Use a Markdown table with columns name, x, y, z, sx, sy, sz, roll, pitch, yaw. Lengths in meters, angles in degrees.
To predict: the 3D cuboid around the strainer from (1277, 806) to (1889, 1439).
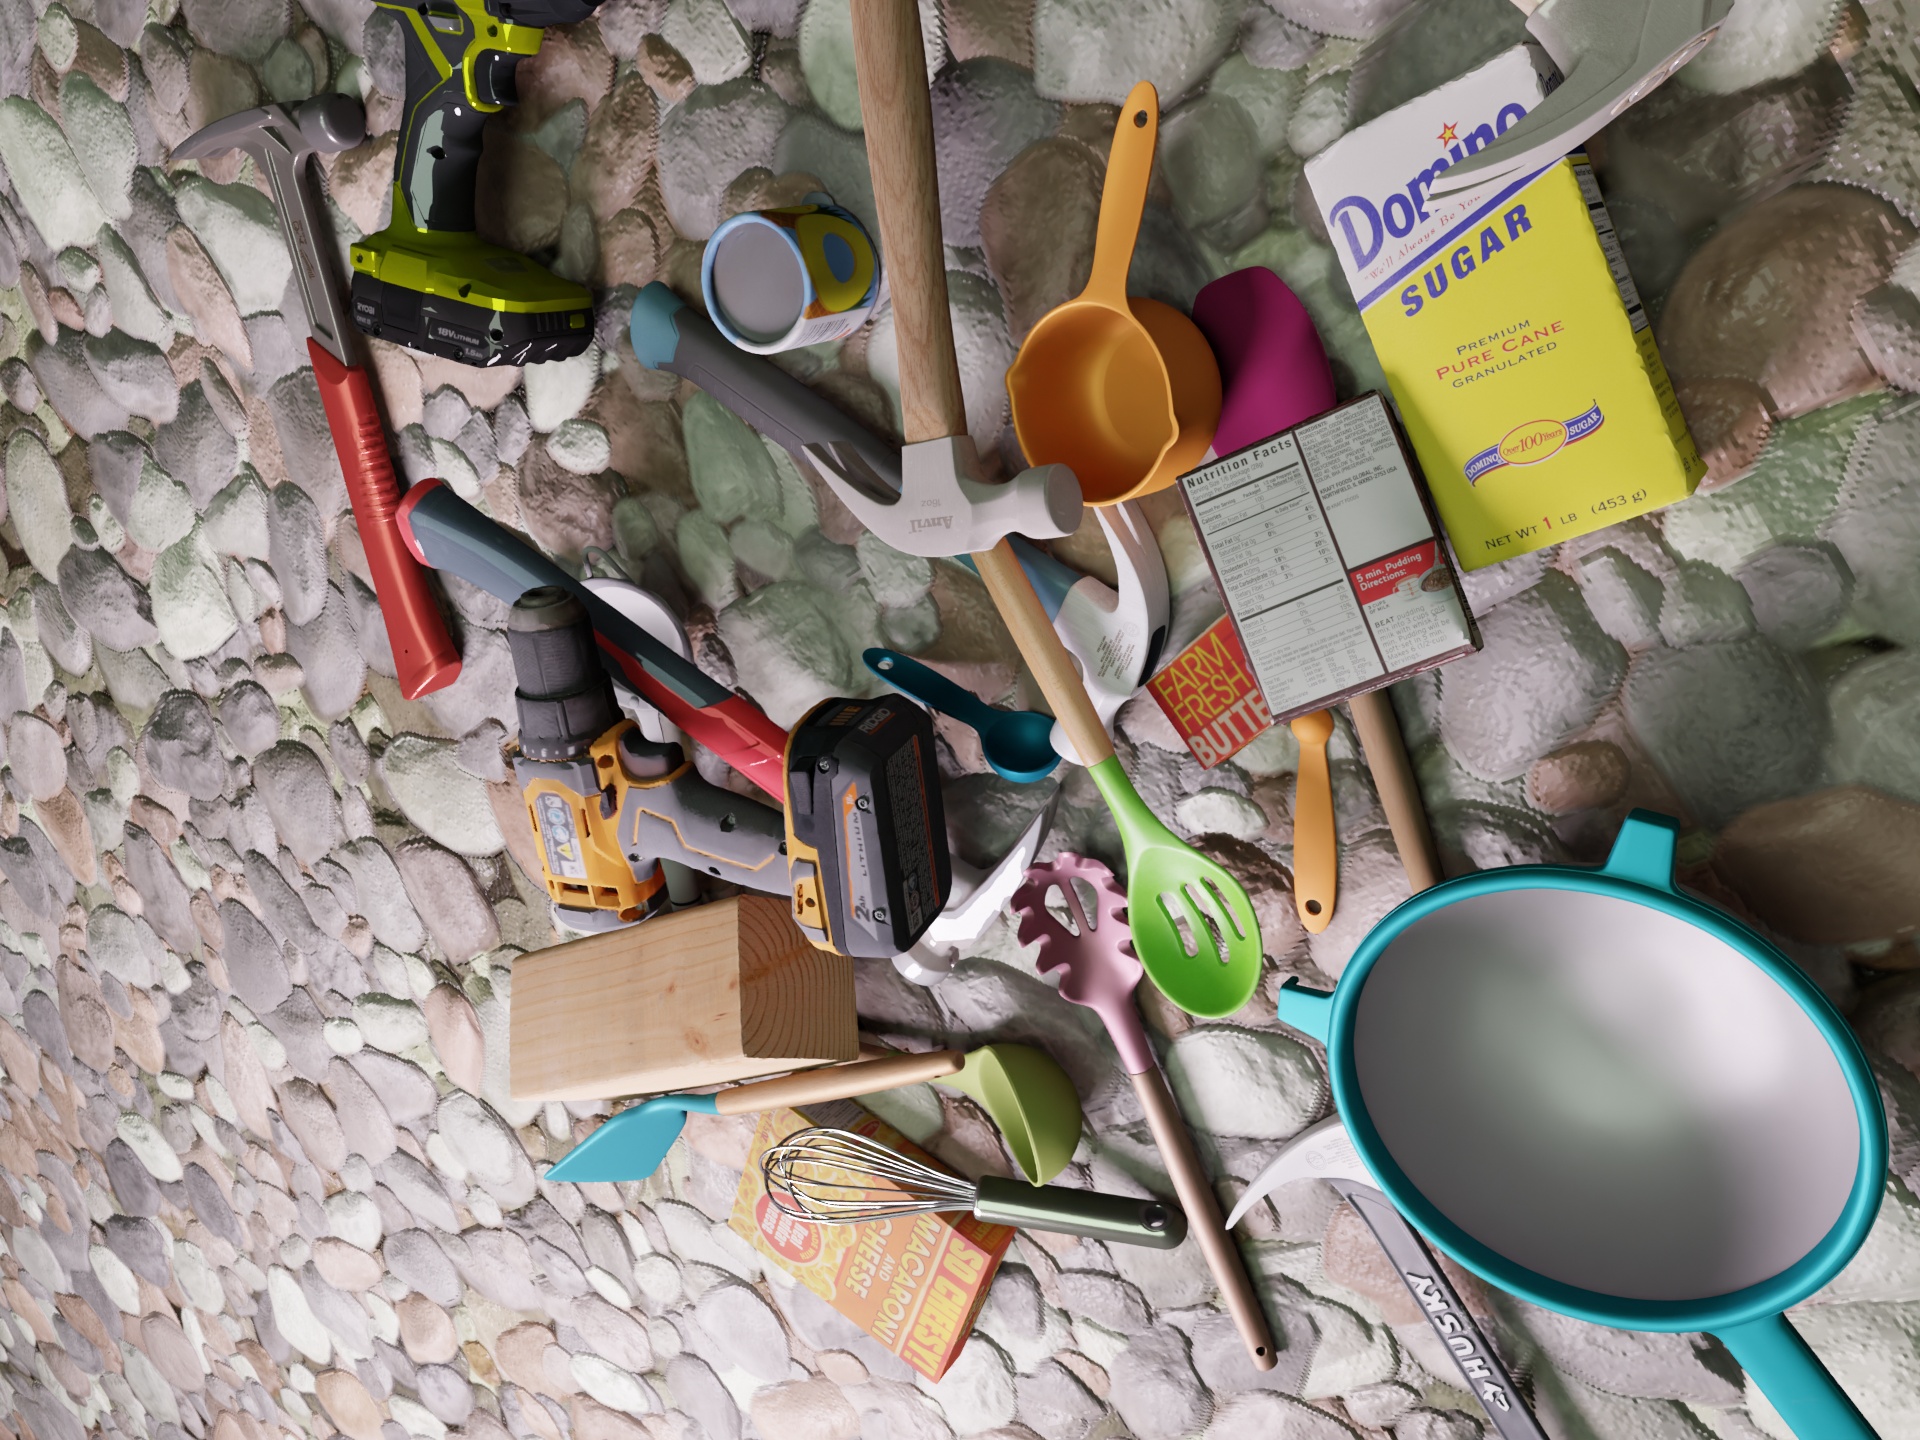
| name | x | y | z | sx | sy | sz | roll | pitch | yaw |
| --- | --- | --- | --- | --- | --- | --- | --- | --- | --- |
| strainer | 0.307 | 0.189 | 0.662 | 0.211 | 0.095 | 0.340 | -38 | 89 | 40 |

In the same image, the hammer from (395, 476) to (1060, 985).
| name | x | y | z | sx | sy | sz | roll | pitch | yaw |
| --- | --- | --- | --- | --- | --- | --- | --- | --- | --- |
| hammer | -0.131 | -0.017 | 0.846 | 0.386 | 0.038 | 0.143 | 36 | 124 | 1 |

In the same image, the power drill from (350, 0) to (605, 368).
| name | x | y | z | sx | sy | sz | roll | pitch | yaw |
| --- | --- | --- | --- | --- | --- | --- | --- | --- | --- |
| power drill | -0.247 | -0.305 | 0.824 | 0.171 | 0.080 | 0.223 | 20 | 116 | 25 |

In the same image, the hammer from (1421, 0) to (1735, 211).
| name | x | y | z | sx | sy | sz | roll | pitch | yaw |
| --- | --- | --- | --- | --- | --- | --- | --- | --- | --- |
| hammer | 0.105 | -0.373 | 0.564 | 0.146 | 0.038 | 0.411 | -38 | 82 | 5 |

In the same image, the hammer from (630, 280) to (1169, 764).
| name | x | y | z | sx | sy | sz | roll | pitch | yaw |
| --- | --- | --- | --- | --- | --- | --- | --- | --- | --- |
| hammer | -0.038 | -0.119 | 0.792 | 0.331 | 0.033 | 0.128 | 36 | 125 | 15 |

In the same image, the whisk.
| name | x | y | z | sx | sy | sz | roll | pitch | yaw |
| --- | --- | --- | --- | --- | --- | --- | --- | --- | --- |
| whisk | 0.004 | 0.266 | 0.888 | 0.246 | 0.058 | 0.059 | 5 | 134 | 13 |

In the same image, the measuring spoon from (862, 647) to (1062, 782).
| name | x | y | z | sx | sy | sz | roll | pitch | yaw |
| --- | --- | --- | --- | --- | --- | --- | --- | --- | --- |
| measuring spoon | -0.001 | -0.003 | 0.821 | 0.129 | 0.042 | 0.021 | 30 | 145 | 28 |

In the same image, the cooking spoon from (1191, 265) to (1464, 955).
| name | x | y | z | sx | sy | sz | roll | pitch | yaw |
| --- | --- | --- | --- | --- | --- | --- | --- | --- | --- |
| cooking spoon | 0.169 | -0.042 | 0.700 | 0.069 | 0.017 | 0.319 | -11 | 103 | 45 |

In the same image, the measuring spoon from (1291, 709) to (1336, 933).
| name | x | y | z | sx | sy | sz | roll | pitch | yaw |
| --- | --- | --- | --- | --- | --- | --- | --- | --- | --- |
| measuring spoon | 0.164 | 0.049 | 0.744 | 0.021 | 0.011 | 0.116 | 7 | 112 | 30 |

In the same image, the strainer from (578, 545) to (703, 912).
| name | x | y | z | sx | sy | sz | roll | pitch | yaw |
| --- | --- | --- | --- | --- | --- | --- | --- | --- | --- |
| strainer | -0.178 | 0.014 | 0.930 | 0.087 | 0.050 | 0.258 | 4 | 115 | 22 |

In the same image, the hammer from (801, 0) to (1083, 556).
| name | x | y | z | sx | sy | sz | roll | pitch | yaw |
| --- | --- | --- | --- | --- | --- | --- | --- | --- | --- |
| hammer | -0.026 | -0.237 | 0.698 | 0.130 | 0.031 | 0.331 | -4 | 95 | 37 |

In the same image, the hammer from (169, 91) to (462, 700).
| name | x | y | z | sx | sy | sz | roll | pitch | yaw |
| --- | --- | --- | --- | --- | --- | --- | --- | --- | --- |
| hammer | -0.381 | -0.188 | 0.980 | 0.149 | 0.037 | 0.359 | 0 | 109 | 33 |

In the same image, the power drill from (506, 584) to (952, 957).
| name | x | y | z | sx | sy | sz | roll | pitch | yaw |
| --- | --- | --- | --- | --- | --- | --- | --- | --- | --- |
| power drill | -0.127 | 0.024 | 0.800 | 0.226 | 0.084 | 0.185 | 4 | 115 | 25 |

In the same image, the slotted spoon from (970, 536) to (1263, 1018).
| name | x | y | z | sx | sy | sz | roll | pitch | yaw |
| --- | --- | --- | --- | --- | --- | --- | --- | --- | --- |
| slotted spoon | 0.055 | -0.005 | 0.743 | 0.070 | 0.031 | 0.314 | -27 | 92 | 39 |

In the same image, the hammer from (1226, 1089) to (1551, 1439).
| name | x | y | z | sx | sy | sz | roll | pitch | yaw |
| --- | --- | --- | --- | --- | --- | --- | --- | --- | --- |
| hammer | 0.283 | 0.371 | 0.787 | 0.149 | 0.036 | 0.409 | -31 | 91 | 38 |

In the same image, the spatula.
| name | x | y | z | sx | sy | sz | roll | pitch | yaw |
| --- | --- | --- | --- | --- | --- | --- | --- | --- | --- |
| spatula | -0.118 | 0.231 | 0.927 | 0.317 | 0.082 | 0.044 | -20 | 65 | 37 |

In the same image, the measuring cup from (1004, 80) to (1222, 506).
| name | x | y | z | sx | sy | sz | roll | pitch | yaw |
| --- | --- | --- | --- | --- | --- | --- | --- | --- | --- |
| measuring cup | 0.077 | -0.179 | 0.678 | 0.095 | 0.052 | 0.173 | 26 | 119 | 35 |

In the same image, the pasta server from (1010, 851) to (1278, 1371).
| name | x | y | z | sx | sy | sz | roll | pitch | yaw |
| --- | --- | --- | --- | --- | --- | --- | --- | --- | --- |
| pasta server | 0.105 | 0.208 | 0.832 | 0.060 | 0.040 | 0.316 | -22 | 99 | 7 |

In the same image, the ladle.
| name | x | y | z | sx | sy | sz | roll | pitch | yaw |
| --- | --- | --- | --- | --- | --- | --- | --- | --- | --- |
| ladle | -0.069 | 0.203 | 0.930 | 0.320 | 0.062 | 0.078 | 5 | 119 | 34 |
